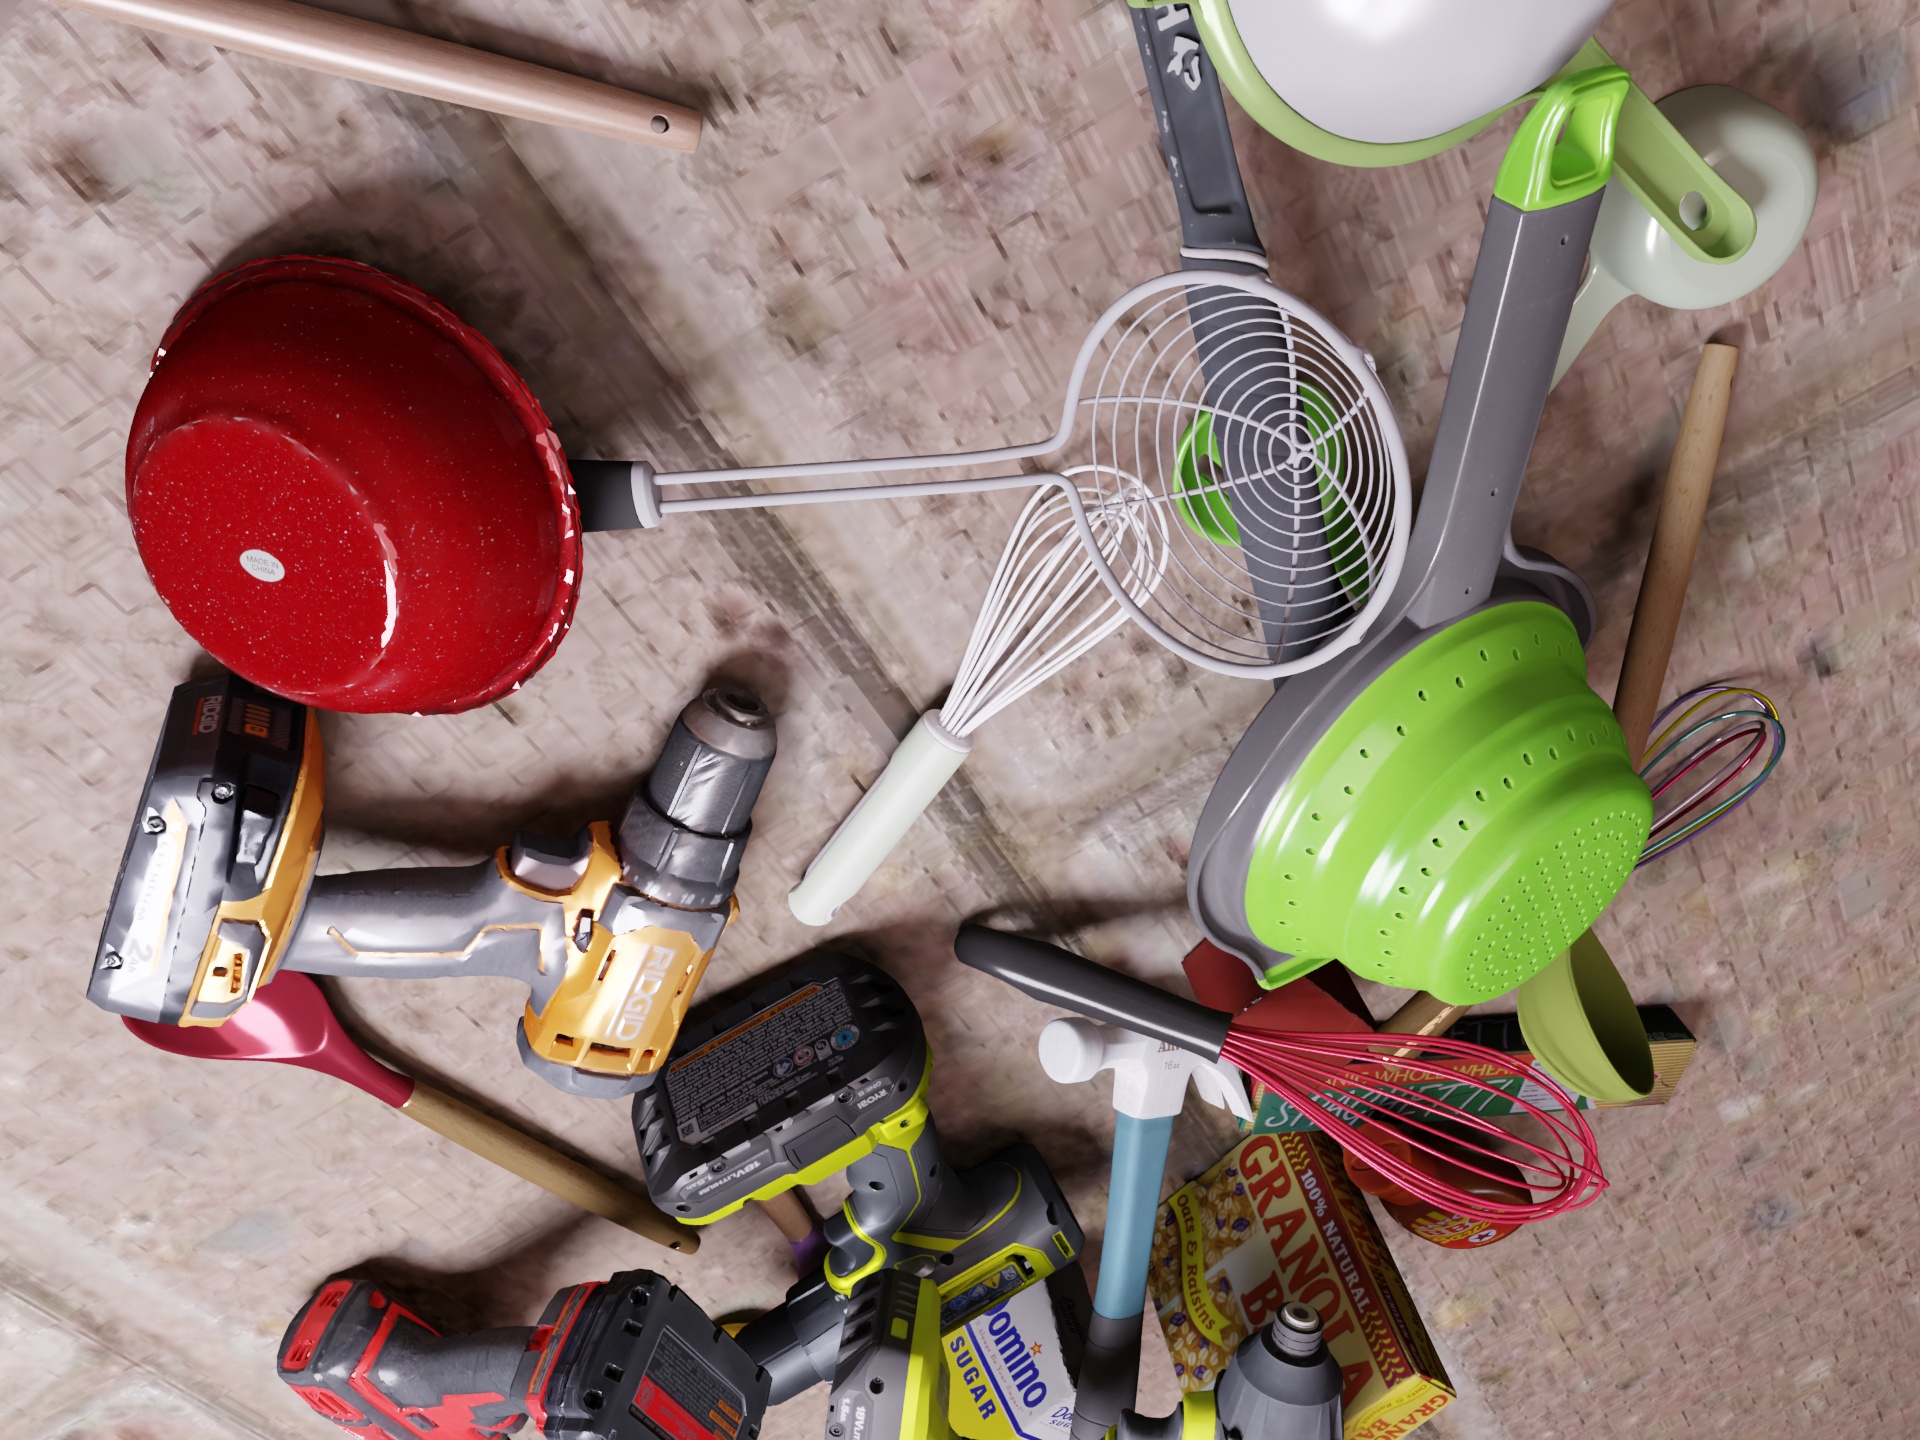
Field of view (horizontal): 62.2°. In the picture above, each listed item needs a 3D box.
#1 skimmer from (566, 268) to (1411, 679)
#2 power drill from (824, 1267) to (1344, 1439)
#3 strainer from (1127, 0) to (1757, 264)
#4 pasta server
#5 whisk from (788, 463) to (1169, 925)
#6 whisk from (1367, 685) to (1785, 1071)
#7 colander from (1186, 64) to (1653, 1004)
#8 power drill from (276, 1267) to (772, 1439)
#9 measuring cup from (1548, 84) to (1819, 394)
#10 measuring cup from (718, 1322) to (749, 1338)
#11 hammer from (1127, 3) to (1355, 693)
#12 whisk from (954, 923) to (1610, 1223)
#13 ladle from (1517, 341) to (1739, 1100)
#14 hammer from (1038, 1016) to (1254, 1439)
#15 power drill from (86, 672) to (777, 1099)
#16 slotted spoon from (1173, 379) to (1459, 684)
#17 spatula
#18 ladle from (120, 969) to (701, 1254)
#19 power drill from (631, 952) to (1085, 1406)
[{"bbox_3d":[-0.049,-0.068,0.505,0.363,0.090,0.127,-3,115,7],"label":"skimmer"},{"bbox_3d":[0.054,0.321,0.708,0.223,0.080,0.171,7,109,2],"label":"power drill"},{"bbox_3d":[0.182,-0.209,0.474,0.256,0.069,0.151,29,102,-30],"label":"strainer"},{"bbox_3d":[-0.230,-0.205,0.453,0.316,0.040,0.060,8,111,-19],"label":"pasta server"},{"bbox_3d":[-0.001,-0.002,0.645,0.059,0.058,0.246,40,115,4],"label":"whisk"},{"bbox_3d":[0.286,0.077,0.736,0.245,0.051,0.047,-43,133,3],"label":"whisk"},{"bbox_3d":[0.195,-0.018,0.561,0.204,0.095,0.396,-24,138,-23],"label":"colander"},{"bbox_3d":[-0.208,0.325,0.758,0.220,0.079,0.143,-11,128,30],"label":"power drill"},{"bbox_3d":[0.248,-0.153,0.595,0.083,0.038,0.167,25,113,-27],"label":"measuring cup"},{"bbox_3d":[-0.149,0.380,0.888,0.062,0.029,0.156,23,128,-26],"label":"measuring cup"},{"bbox_3d":[0.077,-0.167,0.516,0.149,0.036,0.408,-26,122,-8],"label":"hammer"},{"bbox_3d":[0.135,0.146,0.697,0.296,0.073,0.073,19,124,13],"label":"whisk"},{"bbox_3d":[0.291,0.008,0.662,0.062,0.078,0.320,15,106,28],"label":"ladle"},{"bbox_3d":[0.075,0.303,0.783,0.128,0.033,0.331,3,97,-39],"label":"hammer"},{"bbox_3d":[-0.191,0.050,0.614,0.226,0.084,0.185,16,113,-27],"label":"power drill"},{"bbox_3d":[0.187,-0.037,0.671,0.070,0.031,0.313,-42,125,12],"label":"slotted spoon"},{"bbox_3d":[-0.090,0.243,0.805,0.060,0.018,0.315,-31,126,-7],"label":"spatula"},{"bbox_3d":[-0.232,0.181,0.726,0.069,0.031,0.315,-37,126,16],"label":"ladle"},{"bbox_3d":[-0.060,0.232,0.756,0.190,0.080,0.228,-29,129,-3],"label":"power drill"}]
